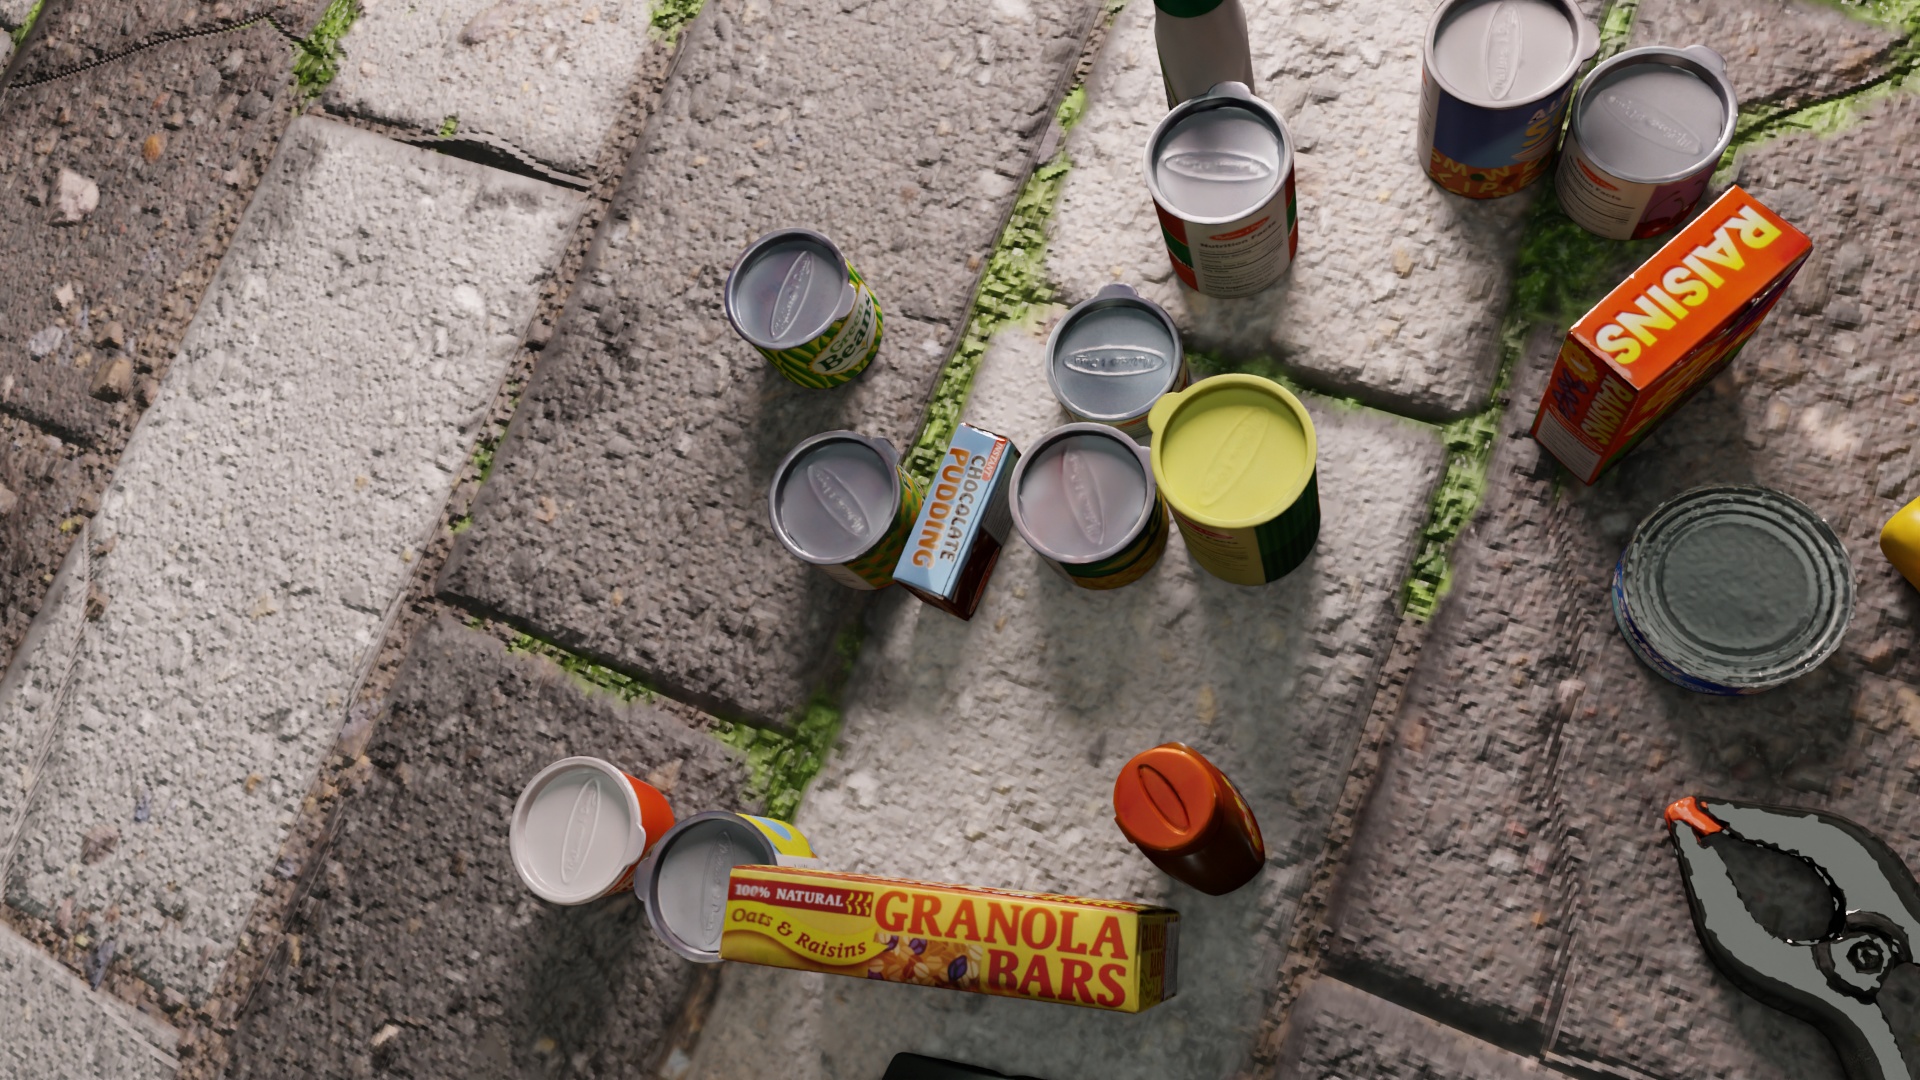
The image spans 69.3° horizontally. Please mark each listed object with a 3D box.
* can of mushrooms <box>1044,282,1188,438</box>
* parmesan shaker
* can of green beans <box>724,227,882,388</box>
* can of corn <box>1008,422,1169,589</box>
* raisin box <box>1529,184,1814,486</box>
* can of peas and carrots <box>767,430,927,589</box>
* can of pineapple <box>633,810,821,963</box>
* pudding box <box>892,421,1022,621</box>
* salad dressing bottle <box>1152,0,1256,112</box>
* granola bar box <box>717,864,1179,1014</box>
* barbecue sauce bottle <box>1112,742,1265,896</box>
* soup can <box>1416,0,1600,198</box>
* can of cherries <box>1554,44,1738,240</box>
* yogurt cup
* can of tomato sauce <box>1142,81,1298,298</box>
[{"bbox_3d":[0.077,-0.086,0.675,0.071,0.033,0.071,-4,74,15],"label":"can of mushrooms"},{"bbox_3d":[0.121,-0.025,0.608,0.071,0.103,0.071,-4,74,15],"label":"parmesan shaker"},{"bbox_3d":[-0.079,-0.118,0.714,0.071,0.057,0.071,-4,74,15],"label":"can of green beans"},{"bbox_3d":[0.064,-0.015,0.645,0.071,0.058,0.071,-4,74,15],"label":"can of corn"},{"bbox_3d":[0.284,-0.078,0.566,0.086,0.123,0.040,-41,69,2],"label":"raisin box"},{"bbox_3d":[-0.051,-0.015,0.677,0.071,0.058,0.071,-4,74,15],"label":"can of peas and carrots"},{"bbox_3d":[-0.105,0.159,0.644,0.071,0.058,0.071,-4,74,15],"label":"can of pineapple"},{"bbox_3d":[0.002,-0.008,0.665,0.030,0.049,0.084,20,81,20],"label":"pudding box"},{"bbox_3d":[0.111,-0.237,0.646,0.044,0.147,0.064,-7,74,14],"label":"salad dressing bottle"},{"bbox_3d":[0.002,0.163,0.577,0.165,0.124,0.039,2,76,16],"label":"granola bar box"},{"bbox_3d":[0.090,0.109,0.555,0.043,0.148,0.065,-35,69,4],"label":"barbecue sauce bottle"},{"bbox_3d":[0.247,-0.204,0.633,0.071,0.083,0.071,-4,74,15],"label":"soup can"},{"bbox_3d":[0.307,-0.178,0.623,0.071,0.058,0.071,-4,74,15],"label":"can of cherries"},{"bbox_3d":[-0.174,0.141,0.670,0.072,0.054,0.072,-4,74,15],"label":"yogurt cup"},{"bbox_3d":[0.125,-0.162,0.656,0.071,0.083,0.071,-4,74,15],"label":"can of tomato sauce"}]
